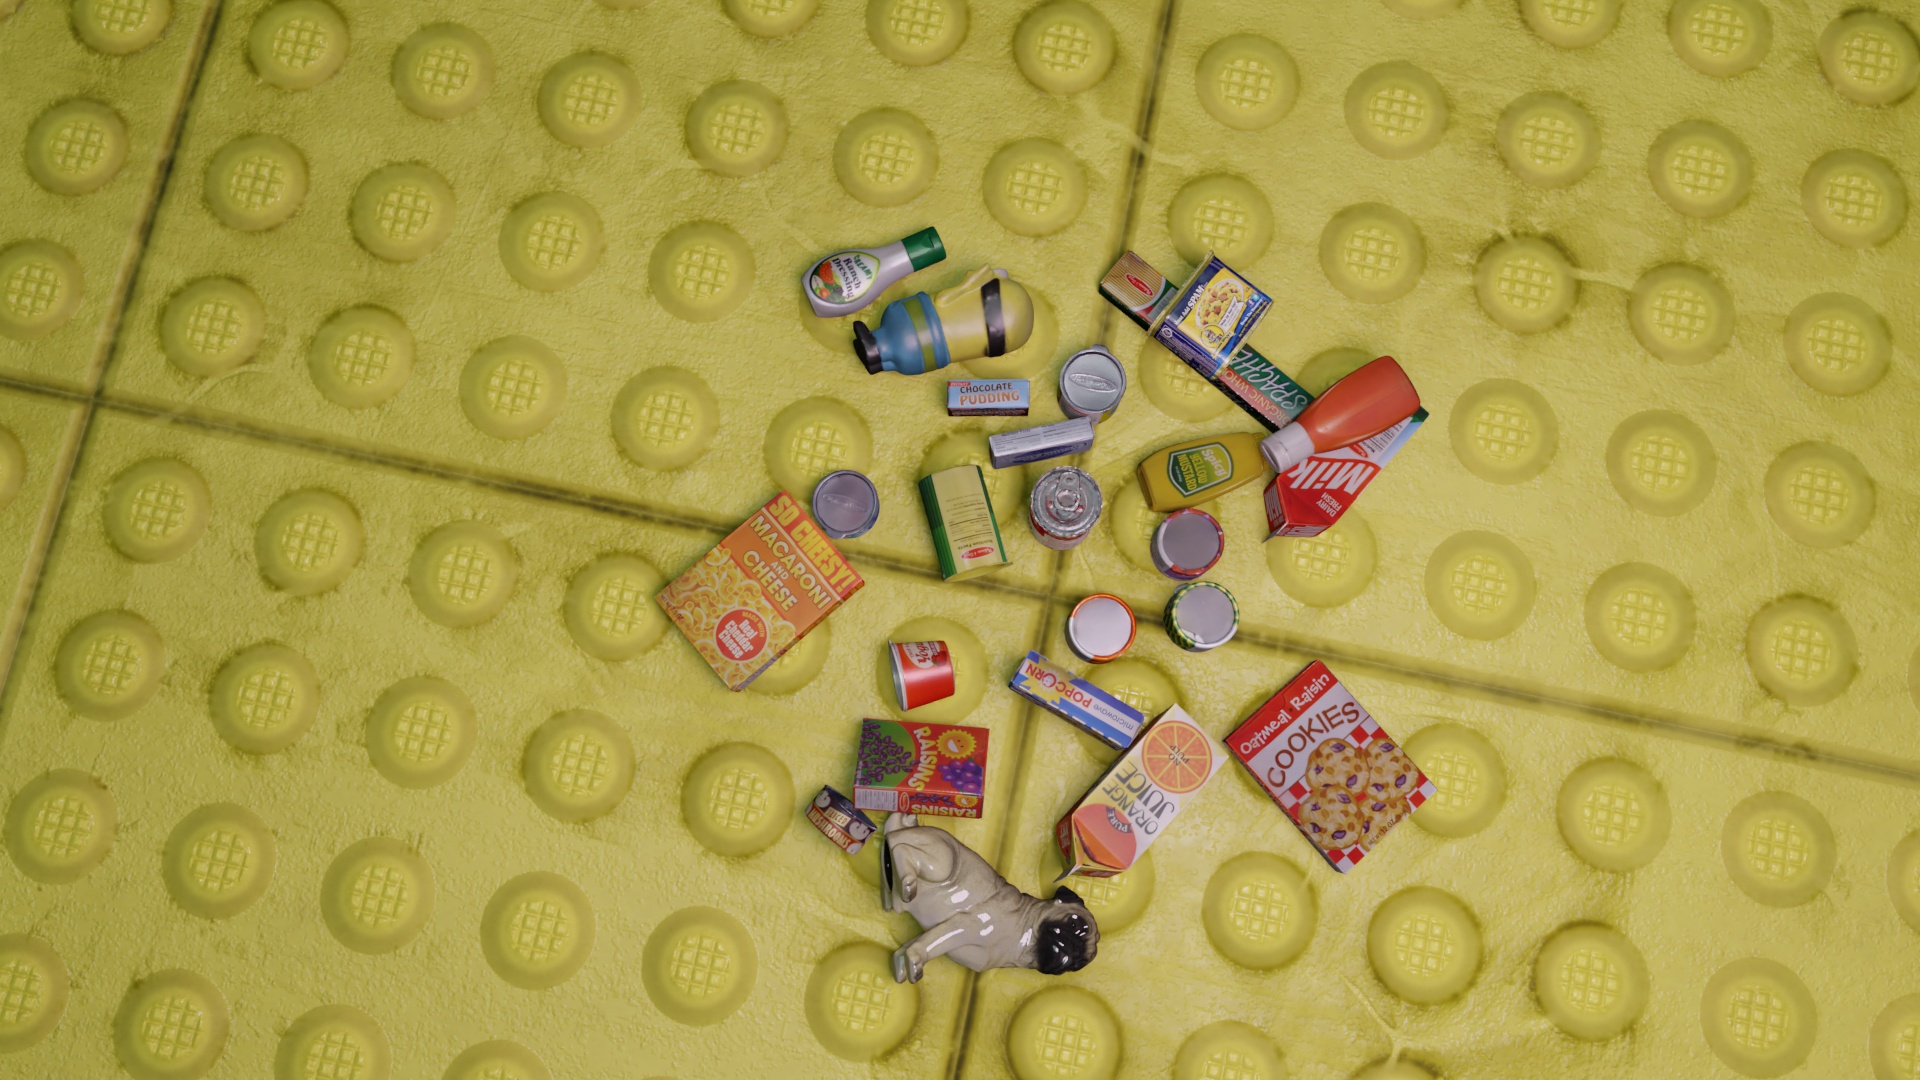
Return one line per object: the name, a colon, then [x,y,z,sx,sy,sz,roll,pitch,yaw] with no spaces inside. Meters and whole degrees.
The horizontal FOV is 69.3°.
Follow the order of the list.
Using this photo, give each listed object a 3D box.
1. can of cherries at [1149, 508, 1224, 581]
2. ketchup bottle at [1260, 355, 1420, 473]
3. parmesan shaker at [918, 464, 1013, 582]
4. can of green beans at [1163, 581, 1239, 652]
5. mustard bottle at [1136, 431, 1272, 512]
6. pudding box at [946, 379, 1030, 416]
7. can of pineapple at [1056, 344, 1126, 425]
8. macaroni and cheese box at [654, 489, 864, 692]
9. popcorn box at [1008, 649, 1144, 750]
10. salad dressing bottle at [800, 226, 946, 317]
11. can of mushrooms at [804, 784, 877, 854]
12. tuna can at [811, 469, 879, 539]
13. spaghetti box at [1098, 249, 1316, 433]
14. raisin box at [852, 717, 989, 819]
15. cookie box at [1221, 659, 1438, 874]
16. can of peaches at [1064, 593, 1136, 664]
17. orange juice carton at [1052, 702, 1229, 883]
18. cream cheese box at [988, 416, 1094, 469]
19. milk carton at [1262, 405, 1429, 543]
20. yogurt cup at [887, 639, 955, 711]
can of cherries: [0.226,0.003,1.369,0.071,0.058,0.071,0,81,1]
ketchup bottle: [0.358,-0.115,1.321,0.149,0.043,0.065,-29,79,-4]
parmesan shaker: [0.005,-0.017,1.370,0.071,0.071,0.103,-15,81,-2]
can of green beans: [0.235,0.075,1.358,0.071,0.057,0.071,0,81,0]
mustard bottle: [0.259,-0.077,1.386,0.160,0.048,0.065,-18,83,-2]
pudding box: [0.028,-0.143,1.397,0.084,0.049,0.030,0,83,0]
can of pineapple: [0.132,-0.155,1.394,0.071,0.058,0.071,0,82,0]
macaroni and cheese box: [-0.197,0.049,1.373,0.166,0.040,0.124,-40,83,-5]
popcorn box: [0.110,0.154,1.332,0.127,0.085,0.038,30,82,5]
salad dressing bottle: [-0.088,-0.277,1.421,0.148,0.044,0.064,-24,83,-4]
can of mushrooms: [-0.115,0.266,1.323,0.071,0.071,0.033,40,85,6]
tuna can: [-0.115,-0.033,1.389,0.071,0.033,0.071,0,81,0]
spaghetti box: [0.251,-0.198,1.415,0.250,0.028,0.050,40,84,6]
raisin box: [-0.037,0.216,1.326,0.123,0.039,0.086,5,41,1]
cookie box: [0.355,0.217,1.344,0.123,0.040,0.167,-40,83,-5]
can of peaches: [0.138,0.085,1.357,0.071,0.058,0.071,0,82,1]
orange juice carton: [0.157,0.249,1.302,0.073,0.071,0.193,44,69,7]
cream cheese box: [0.081,-0.097,1.388,0.104,0.053,0.024,-12,80,-2]
milk carton: [0.367,-0.071,1.373,0.073,0.072,0.191,41,83,7]
yogurt cup: [-0.037,0.128,1.349,0.054,0.072,0.072,-10,81,-9]
